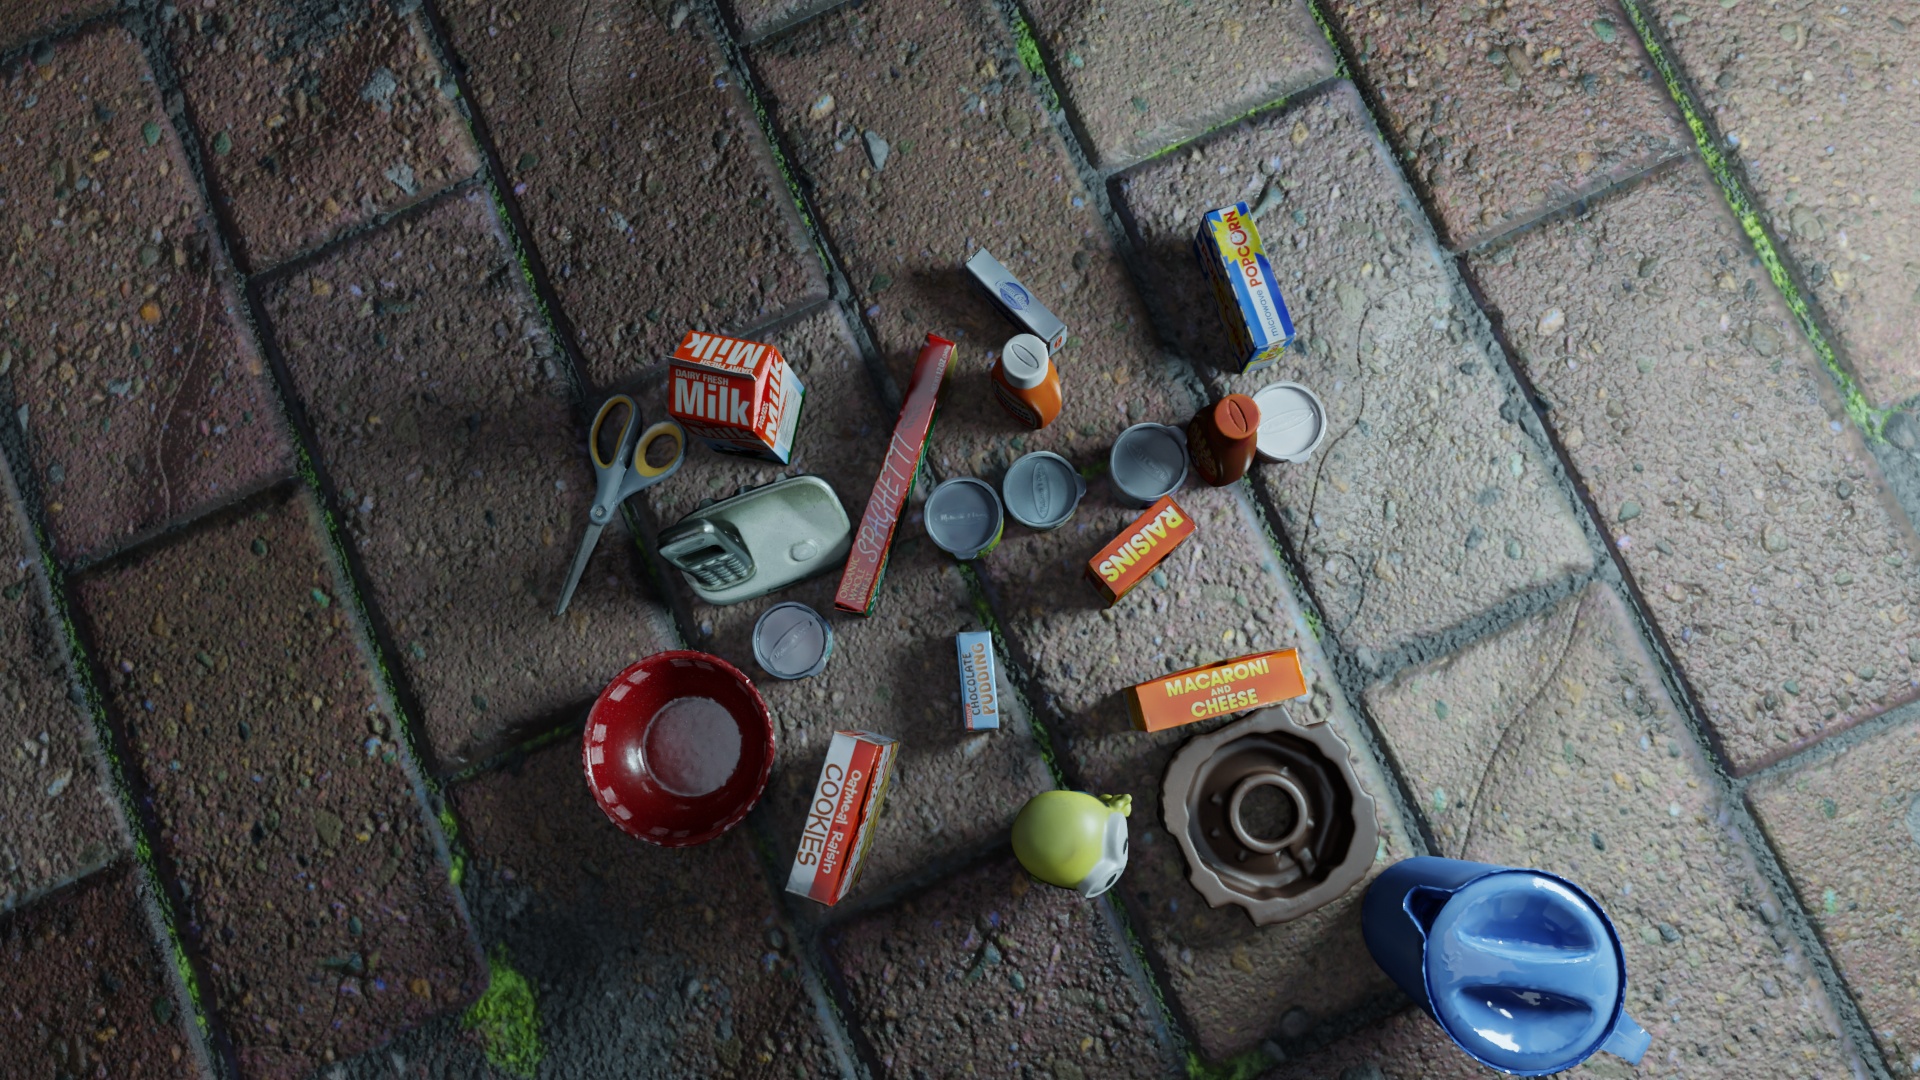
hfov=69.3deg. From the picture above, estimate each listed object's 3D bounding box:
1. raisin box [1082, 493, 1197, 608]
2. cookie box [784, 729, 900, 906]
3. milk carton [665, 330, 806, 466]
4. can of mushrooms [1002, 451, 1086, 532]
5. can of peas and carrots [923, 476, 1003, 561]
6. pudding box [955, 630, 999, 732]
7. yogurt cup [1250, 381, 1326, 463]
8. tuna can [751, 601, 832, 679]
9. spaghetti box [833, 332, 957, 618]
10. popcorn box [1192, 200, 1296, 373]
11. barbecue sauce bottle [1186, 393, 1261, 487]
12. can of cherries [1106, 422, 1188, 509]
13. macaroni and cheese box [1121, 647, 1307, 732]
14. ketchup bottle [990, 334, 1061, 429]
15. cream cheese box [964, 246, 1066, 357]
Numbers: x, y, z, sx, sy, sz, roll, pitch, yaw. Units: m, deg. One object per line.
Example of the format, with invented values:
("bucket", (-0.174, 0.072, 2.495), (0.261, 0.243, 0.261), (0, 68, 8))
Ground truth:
("raisin box", (0.145, 0.011, 1.138), (0.086, 0.123, 0.040), (-40, 82, -3))
("cookie box", (-0.088, 0.214, 1.098), (0.040, 0.167, 0.123), (16, 83, 5))
("milk carton", (-0.184, -0.119, 1.140), (0.072, 0.190, 0.073), (11, 83, 5))
("can of mushrooms", (0.072, -0.041, 1.195), (0.071, 0.033, 0.071), (0, 82, 3))
("can of peas and carrots", (0.004, -0.015, 1.182), (0.071, 0.058, 0.071), (0, 82, 3))
("pudding box", (0.015, 0.118, 1.166), (0.030, 0.049, 0.084), (-5, 82, 2))
("yogurt cup", (0.272, -0.097, 1.182), (0.072, 0.054, 0.072), (0, 82, 3))
("tuna can", (-0.141, 0.088, 1.187), (0.071, 0.033, 0.071), (0, 82, 3))
("spaghetti box", (-0.054, -0.054, 1.195), (0.029, 0.050, 0.250), (18, 83, 5))
("popcorn box", (0.241, -0.214, 1.185), (0.038, 0.085, 0.127), (-18, 81, 1))
("barbecue sauce bottle", (0.217, -0.086, 1.136), (0.044, 0.148, 0.065), (-24, 82, 0))
("can of cherries", (0.160, -0.063, 1.181), (0.071, 0.058, 0.071), (0, 82, 3))
("macaroni and cheese box", (0.195, 0.119, 1.098), (0.124, 0.166, 0.040), (-14, 82, 1))
("ketchup bottle", (0.054, -0.135, 1.151), (0.065, 0.148, 0.043), (42, 86, 7))
("cream cheese box", (0.048, -0.206, 1.210), (0.024, 0.053, 0.104), (-45, 82, -3))
